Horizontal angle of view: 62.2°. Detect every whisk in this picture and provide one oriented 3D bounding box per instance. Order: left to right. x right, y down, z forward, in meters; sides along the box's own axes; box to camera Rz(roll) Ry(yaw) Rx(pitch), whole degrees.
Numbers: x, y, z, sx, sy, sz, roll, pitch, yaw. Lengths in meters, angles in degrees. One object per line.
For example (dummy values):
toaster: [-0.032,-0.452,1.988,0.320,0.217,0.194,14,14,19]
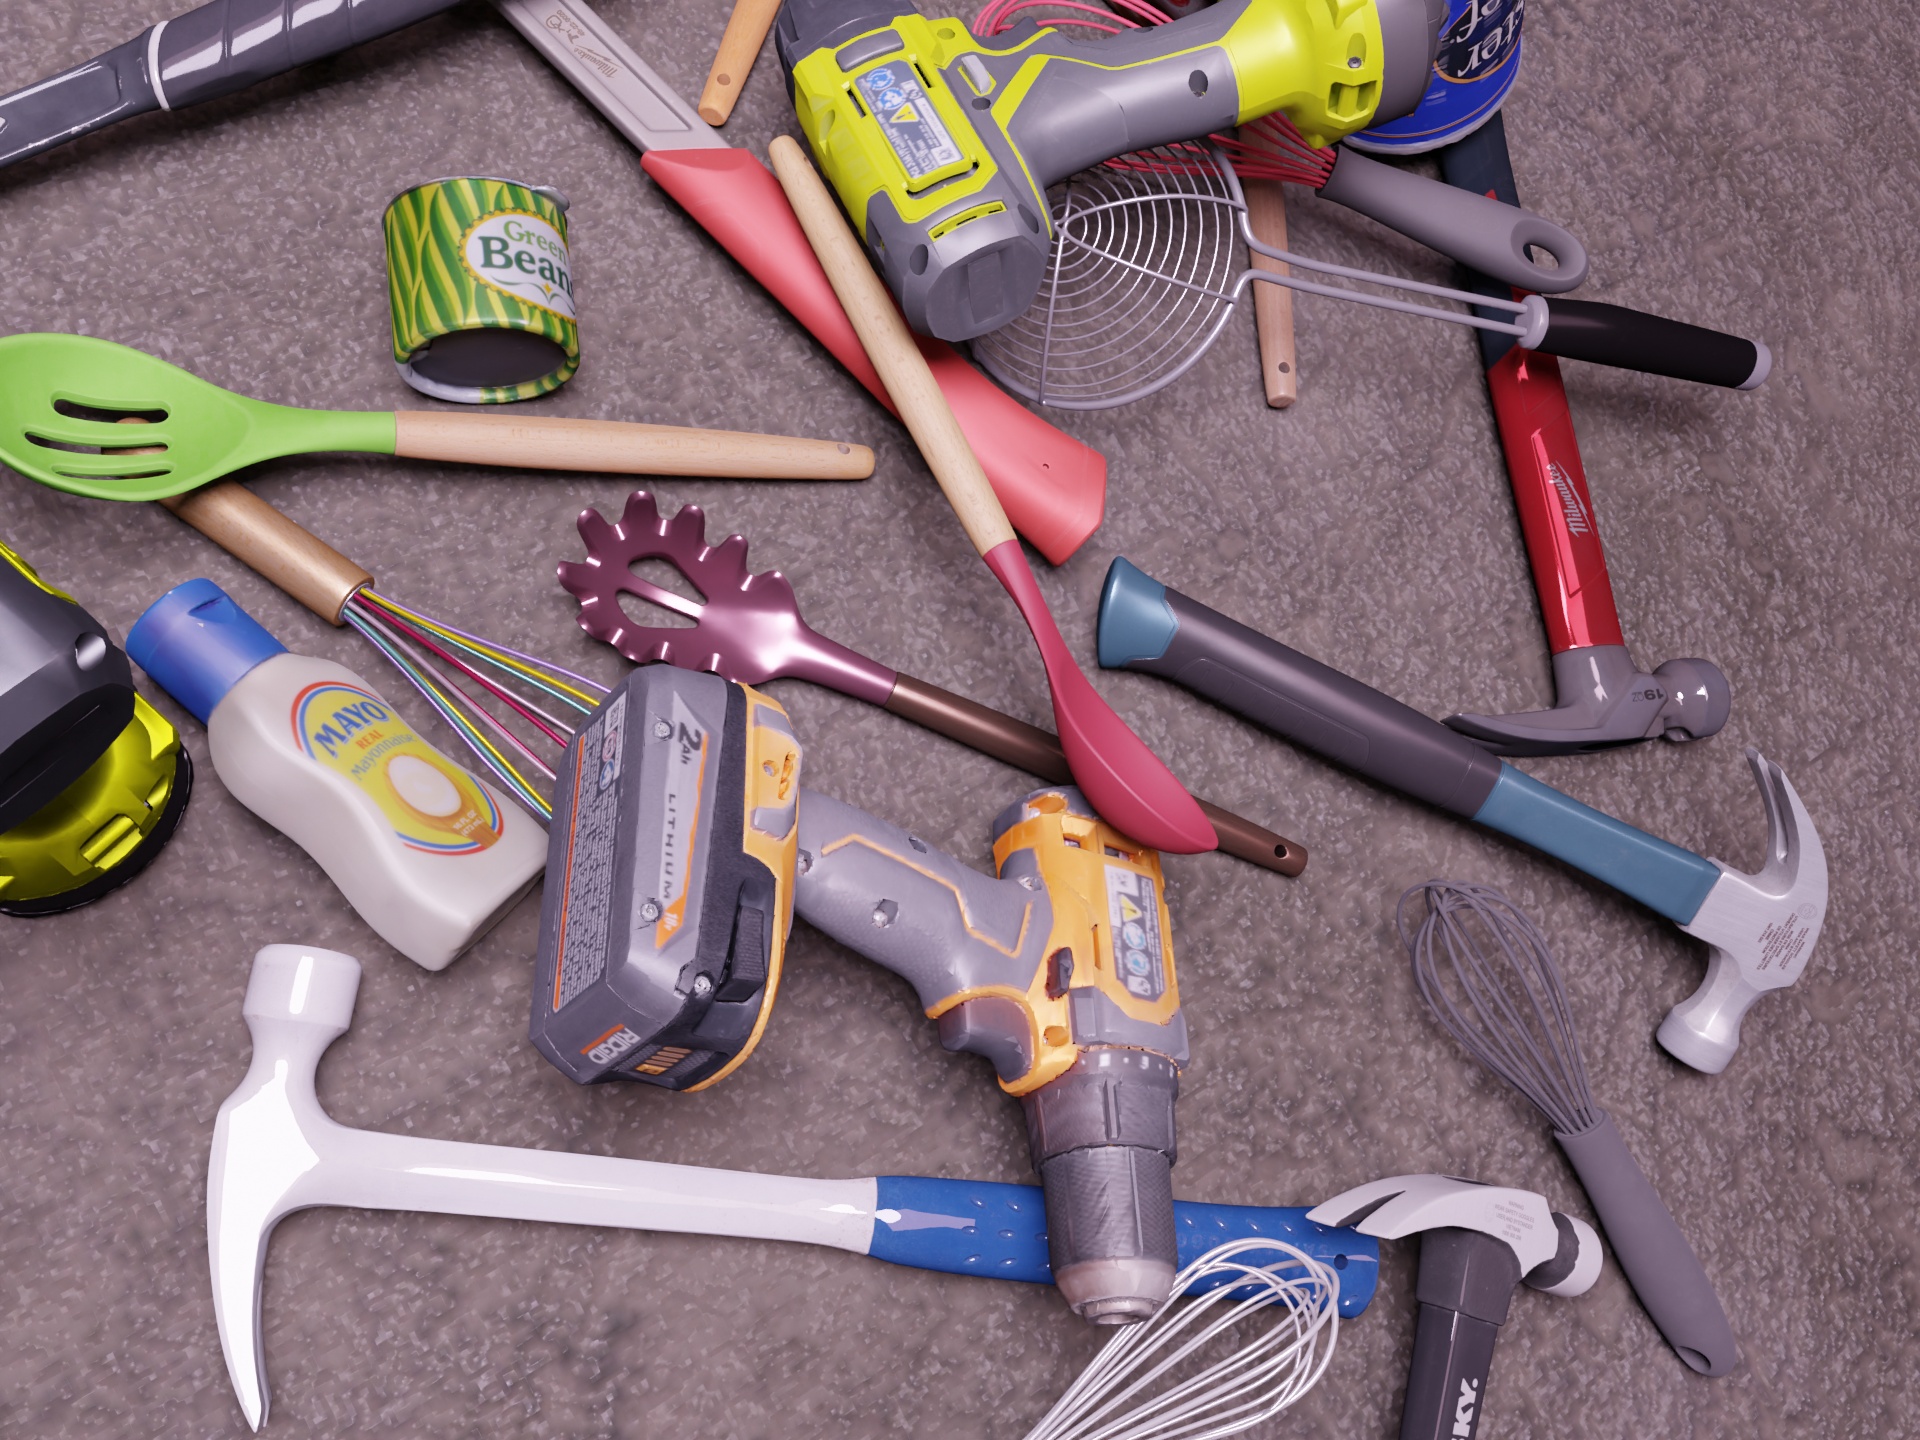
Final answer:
whisk: [-0.196,-0.025,0.555,0.245,0.047,0.051,35,55,-1]
whisk: [0.020,0.247,0.523,0.246,0.059,0.058,-29,95,-7]
whisk: [0.144,-0.250,0.699,0.295,0.073,0.073,19,70,-7]
whisk: [0.246,0.164,0.637,0.055,0.055,0.239,-33,95,-23]

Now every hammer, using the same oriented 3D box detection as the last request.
hammer: [-0.293,-0.216,0.552,0.409,0.036,0.149,-31,88,-15]
hammer: [-0.085,-0.190,0.627,0.359,0.036,0.149,44,75,-2]
hammer: [-0.043,0.176,0.548,0.405,0.035,0.144,10,72,-15]
hammer: [0.149,0.325,0.552,0.146,0.035,0.335,27,71,-35]
hammer: [0.202,0.024,0.653,0.331,0.033,0.128,26,104,-4]
hammer: [0.247,-0.174,0.741,0.143,0.038,0.386,-4,76,-17]

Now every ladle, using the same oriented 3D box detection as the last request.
ladle: [0.003,-0.085,0.581,0.031,0.069,0.315,-32,78,18]

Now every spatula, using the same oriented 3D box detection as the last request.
spatula: [-0.058,-0.399,0.704,0.081,0.041,0.323,20,71,-9]
spatula: [0.136,-0.293,0.749,0.059,0.018,0.316,-1,74,-5]

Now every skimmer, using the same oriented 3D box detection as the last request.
skimmer: [0.179,-0.179,0.692,0.363,0.090,0.127,6,90,-18]

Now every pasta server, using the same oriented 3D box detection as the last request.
pasta server: [-0.001,-0.002,0.612,0.316,0.040,0.060,23,81,-12]

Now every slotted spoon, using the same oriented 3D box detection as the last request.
slotted spoon: [-0.177,-0.100,0.572,0.313,0.031,0.070,-1,56,-26]

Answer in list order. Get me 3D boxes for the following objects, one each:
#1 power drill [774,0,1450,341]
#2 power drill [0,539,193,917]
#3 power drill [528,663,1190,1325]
power drill: [0.049,-0.255,0.595,0.223,0.080,0.171,-24,67,-5]
power drill: [-0.296,-0.034,0.419,0.190,0.228,0.080,43,67,-3]
power drill: [-0.018,0.091,0.517,0.226,0.084,0.186,19,52,-31]
